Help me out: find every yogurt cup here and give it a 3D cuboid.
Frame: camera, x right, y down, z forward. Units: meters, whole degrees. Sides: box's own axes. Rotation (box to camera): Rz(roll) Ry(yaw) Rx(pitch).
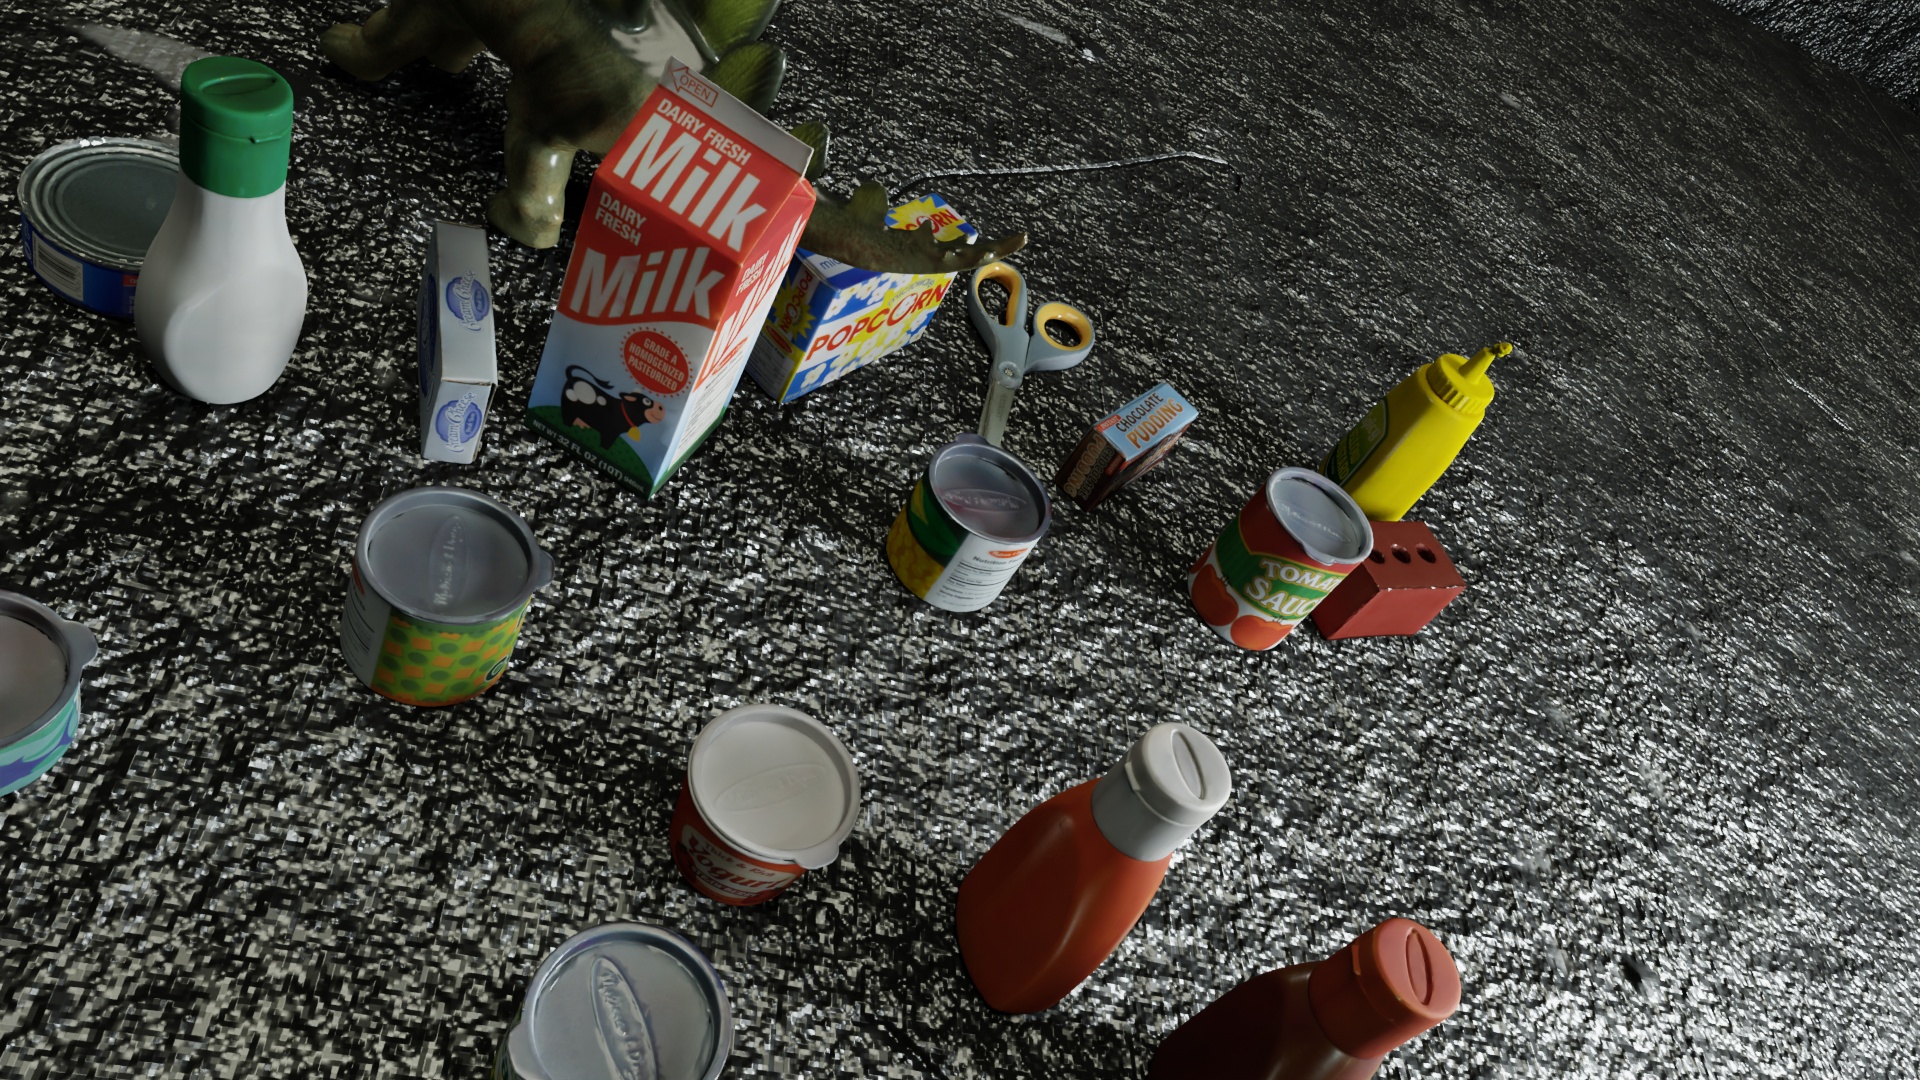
[{"bbox_3d":[-0.079,0.105,0.539,0.072,0.053,0.073,17,44,-18],"label":"yogurt cup"}]

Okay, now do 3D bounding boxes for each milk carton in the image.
[{"bbox_3d":[-0.126,-0.115,0.614,0.072,0.189,0.074,33,42,-1],"label":"milk carton"}]

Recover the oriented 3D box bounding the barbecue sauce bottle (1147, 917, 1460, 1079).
[{"bbox_3d":[0.123,0.189,0.516,0.044,0.147,0.065,24,43,-11],"label":"barbecue sauce bottle"}]

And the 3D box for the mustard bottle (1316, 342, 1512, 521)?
[{"bbox_3d":[0.273,-0.066,0.839,0.049,0.159,0.066,24,43,-11],"label":"mustard bottle"}]

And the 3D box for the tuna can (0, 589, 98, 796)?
[{"bbox_3d":[-0.324,0.050,0.455,0.071,0.032,0.071,17,44,-18],"label":"tuna can"}]

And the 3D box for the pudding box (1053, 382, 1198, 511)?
[{"bbox_3d":[0.096,-0.055,0.801,0.030,0.049,0.084,45,43,12],"label":"pudding box"}]

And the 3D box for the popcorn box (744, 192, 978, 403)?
[{"bbox_3d":[-0.055,-0.133,0.754,0.038,0.084,0.127,44,43,11],"label":"popcorn box"}]

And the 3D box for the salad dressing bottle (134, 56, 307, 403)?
[{"bbox_3d":[-0.289,-0.119,0.549,0.044,0.146,0.064,45,43,12],"label":"salad dressing bottle"}]

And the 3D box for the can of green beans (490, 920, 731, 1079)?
[{"bbox_3d":[-0.116,0.168,0.455,0.071,0.057,0.071,17,44,-18],"label":"can of green beans"}]

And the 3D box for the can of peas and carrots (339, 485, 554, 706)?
[{"bbox_3d":[-0.200,0.022,0.539,0.071,0.058,0.071,17,44,-18],"label":"can of peas and carrots"}]

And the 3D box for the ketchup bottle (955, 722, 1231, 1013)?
[{"bbox_3d":[0.048,0.123,0.530,0.043,0.148,0.065,6,49,-28],"label":"ketchup bottle"}]

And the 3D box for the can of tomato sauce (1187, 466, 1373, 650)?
[{"bbox_3d":[0.174,0.012,0.761,0.071,0.082,0.071,17,44,-18],"label":"can of tomato sauce"}]

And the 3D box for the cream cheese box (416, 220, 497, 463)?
[{"bbox_3d":[-0.229,-0.090,0.629,0.024,0.053,0.104,5,49,-29],"label":"cream cheese box"}]

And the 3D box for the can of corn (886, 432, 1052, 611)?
[{"bbox_3d":[0.002,-0.009,0.693,0.071,0.058,0.071,17,44,-18],"label":"can of corn"}]
